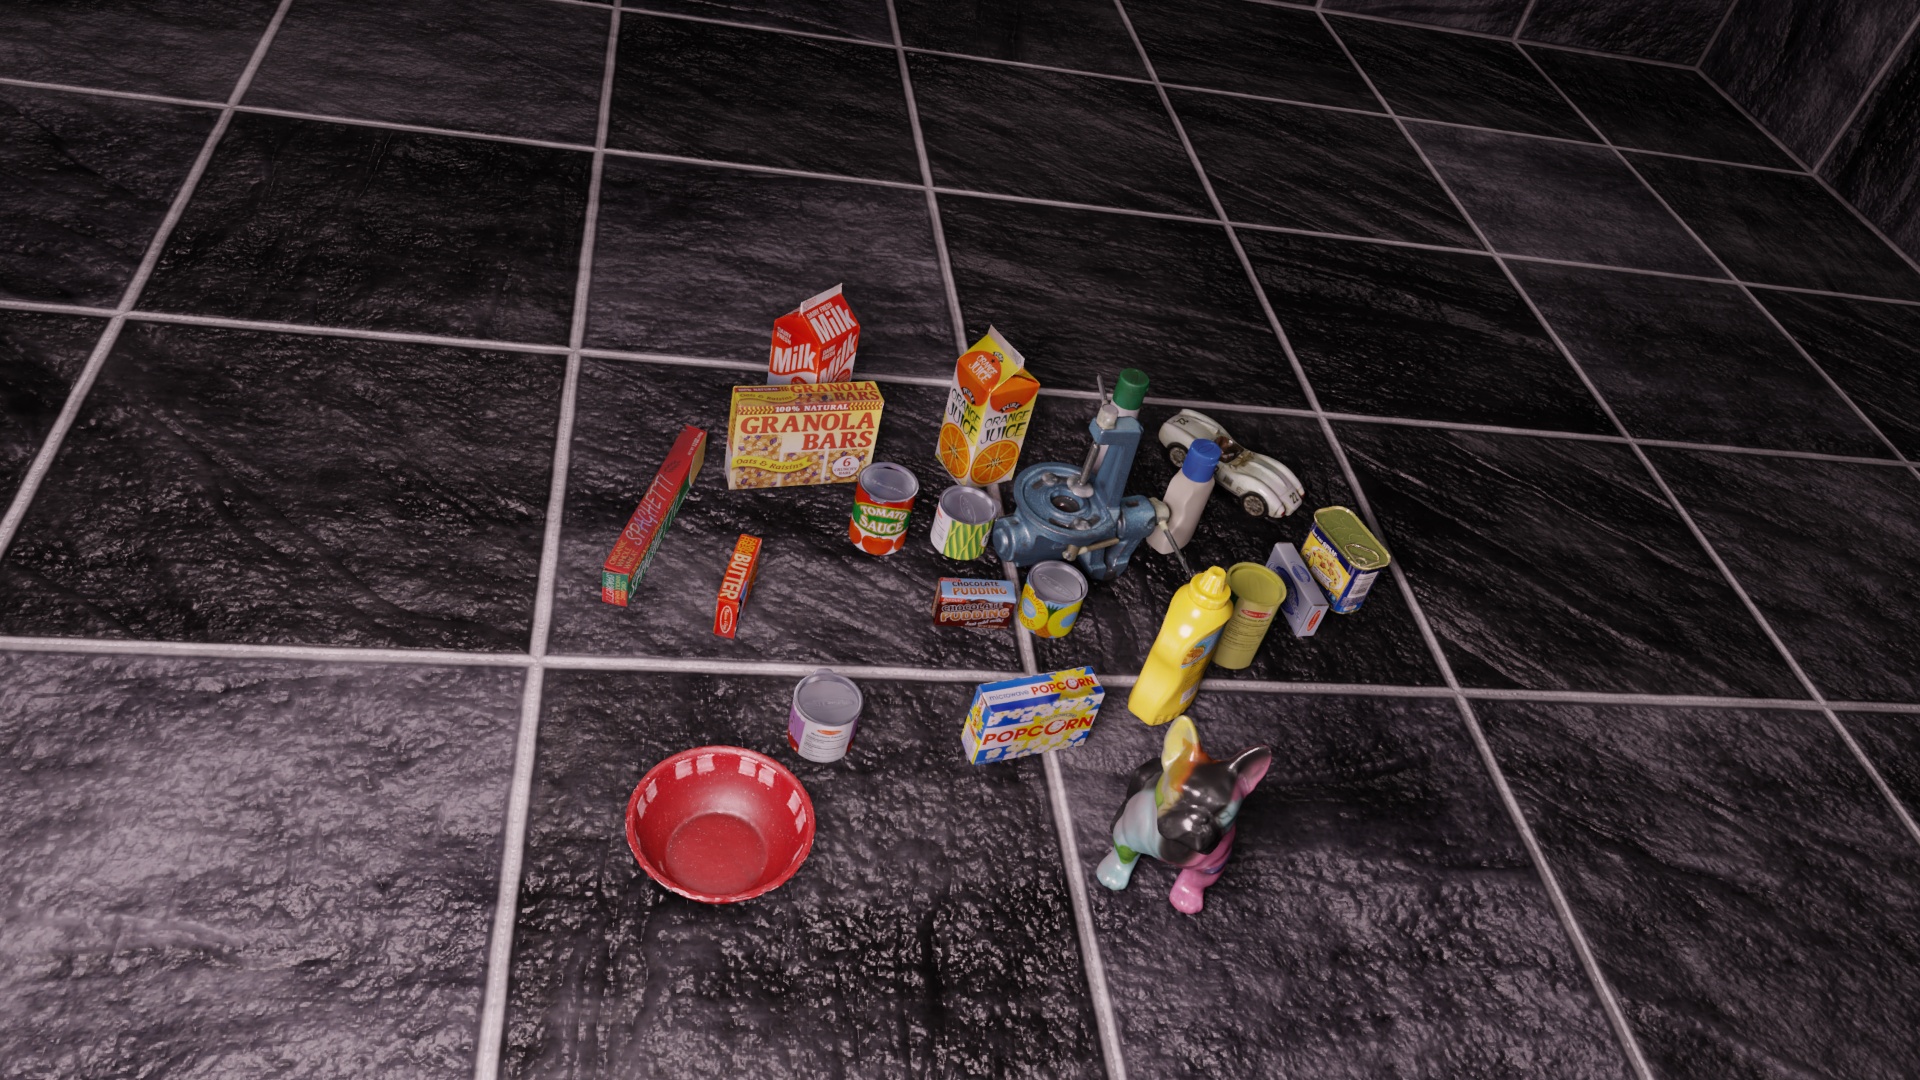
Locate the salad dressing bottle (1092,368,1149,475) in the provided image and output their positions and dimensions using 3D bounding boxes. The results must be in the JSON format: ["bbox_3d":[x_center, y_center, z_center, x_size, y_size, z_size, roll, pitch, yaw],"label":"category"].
[{"bbox_3d":[0.193,-0.142,1.696,0.044,0.146,0.064,18,42,3],"label":"salad dressing bottle"}]

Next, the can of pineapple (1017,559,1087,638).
[{"bbox_3d":[0.098,0.065,1.511,0.071,0.057,0.071,9,42,-8],"label":"can of pineapple"}]

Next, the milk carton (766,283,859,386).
[{"bbox_3d":[-0.174,-0.212,1.630,0.073,0.189,0.073,34,45,19],"label":"milk carton"}]

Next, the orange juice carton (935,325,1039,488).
[{"bbox_3d":[0.034,-0.156,1.630,0.073,0.191,0.072,-15,50,-30],"label":"orange juice carton"}]

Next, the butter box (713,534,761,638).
[{"bbox_3d":[-0.231,0.046,1.437,0.024,0.052,0.104,13,42,-2],"label":"butter box"}]

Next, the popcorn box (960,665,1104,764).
[{"bbox_3d":[0.070,0.172,1.366,0.127,0.084,0.038,-7,46,-23],"label":"popcorn box"}]

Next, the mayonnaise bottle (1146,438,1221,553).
[{"bbox_3d":[0.264,-0.052,1.619,0.065,0.147,0.041,-26,56,-37],"label":"mayonnaise bottle"}]

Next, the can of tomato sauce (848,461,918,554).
[{"bbox_3d":[-0.087,-0.034,1.543,0.071,0.082,0.071,9,42,-8],"label":"can of tomato sauce"}]

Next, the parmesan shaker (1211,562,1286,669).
[{"bbox_3d":[0.304,0.082,1.520,0.071,0.102,0.072,9,42,-8],"label":"parmesan shaker"}]

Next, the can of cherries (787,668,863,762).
[{"bbox_3d":[-0.130,0.168,1.331,0.071,0.058,0.072,9,42,-8],"label":"can of cherries"}]

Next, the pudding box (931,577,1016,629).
[{"bbox_3d":[0.014,0.067,1.490,0.084,0.049,0.030,4,43,-13],"label":"pudding box"}]

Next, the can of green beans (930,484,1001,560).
[{"bbox_3d":[0.003,-0.020,1.574,0.071,0.057,0.071,9,42,-8],"label":"can of green beans"}]

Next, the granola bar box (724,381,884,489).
[{"bbox_3d":[-0.180,-0.120,1.578,0.166,0.123,0.039,-4,45,-21],"label":"granola bar box"}]

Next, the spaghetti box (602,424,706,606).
[{"bbox_3d":[-0.327,-0.030,1.493,0.029,0.049,0.251,16,42,0],"label":"spaghetti box"}]

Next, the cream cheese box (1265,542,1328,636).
[{"bbox_3d":[0.386,0.056,1.609,0.024,0.053,0.104,-2,45,-19],"label":"cream cheese box"}]
